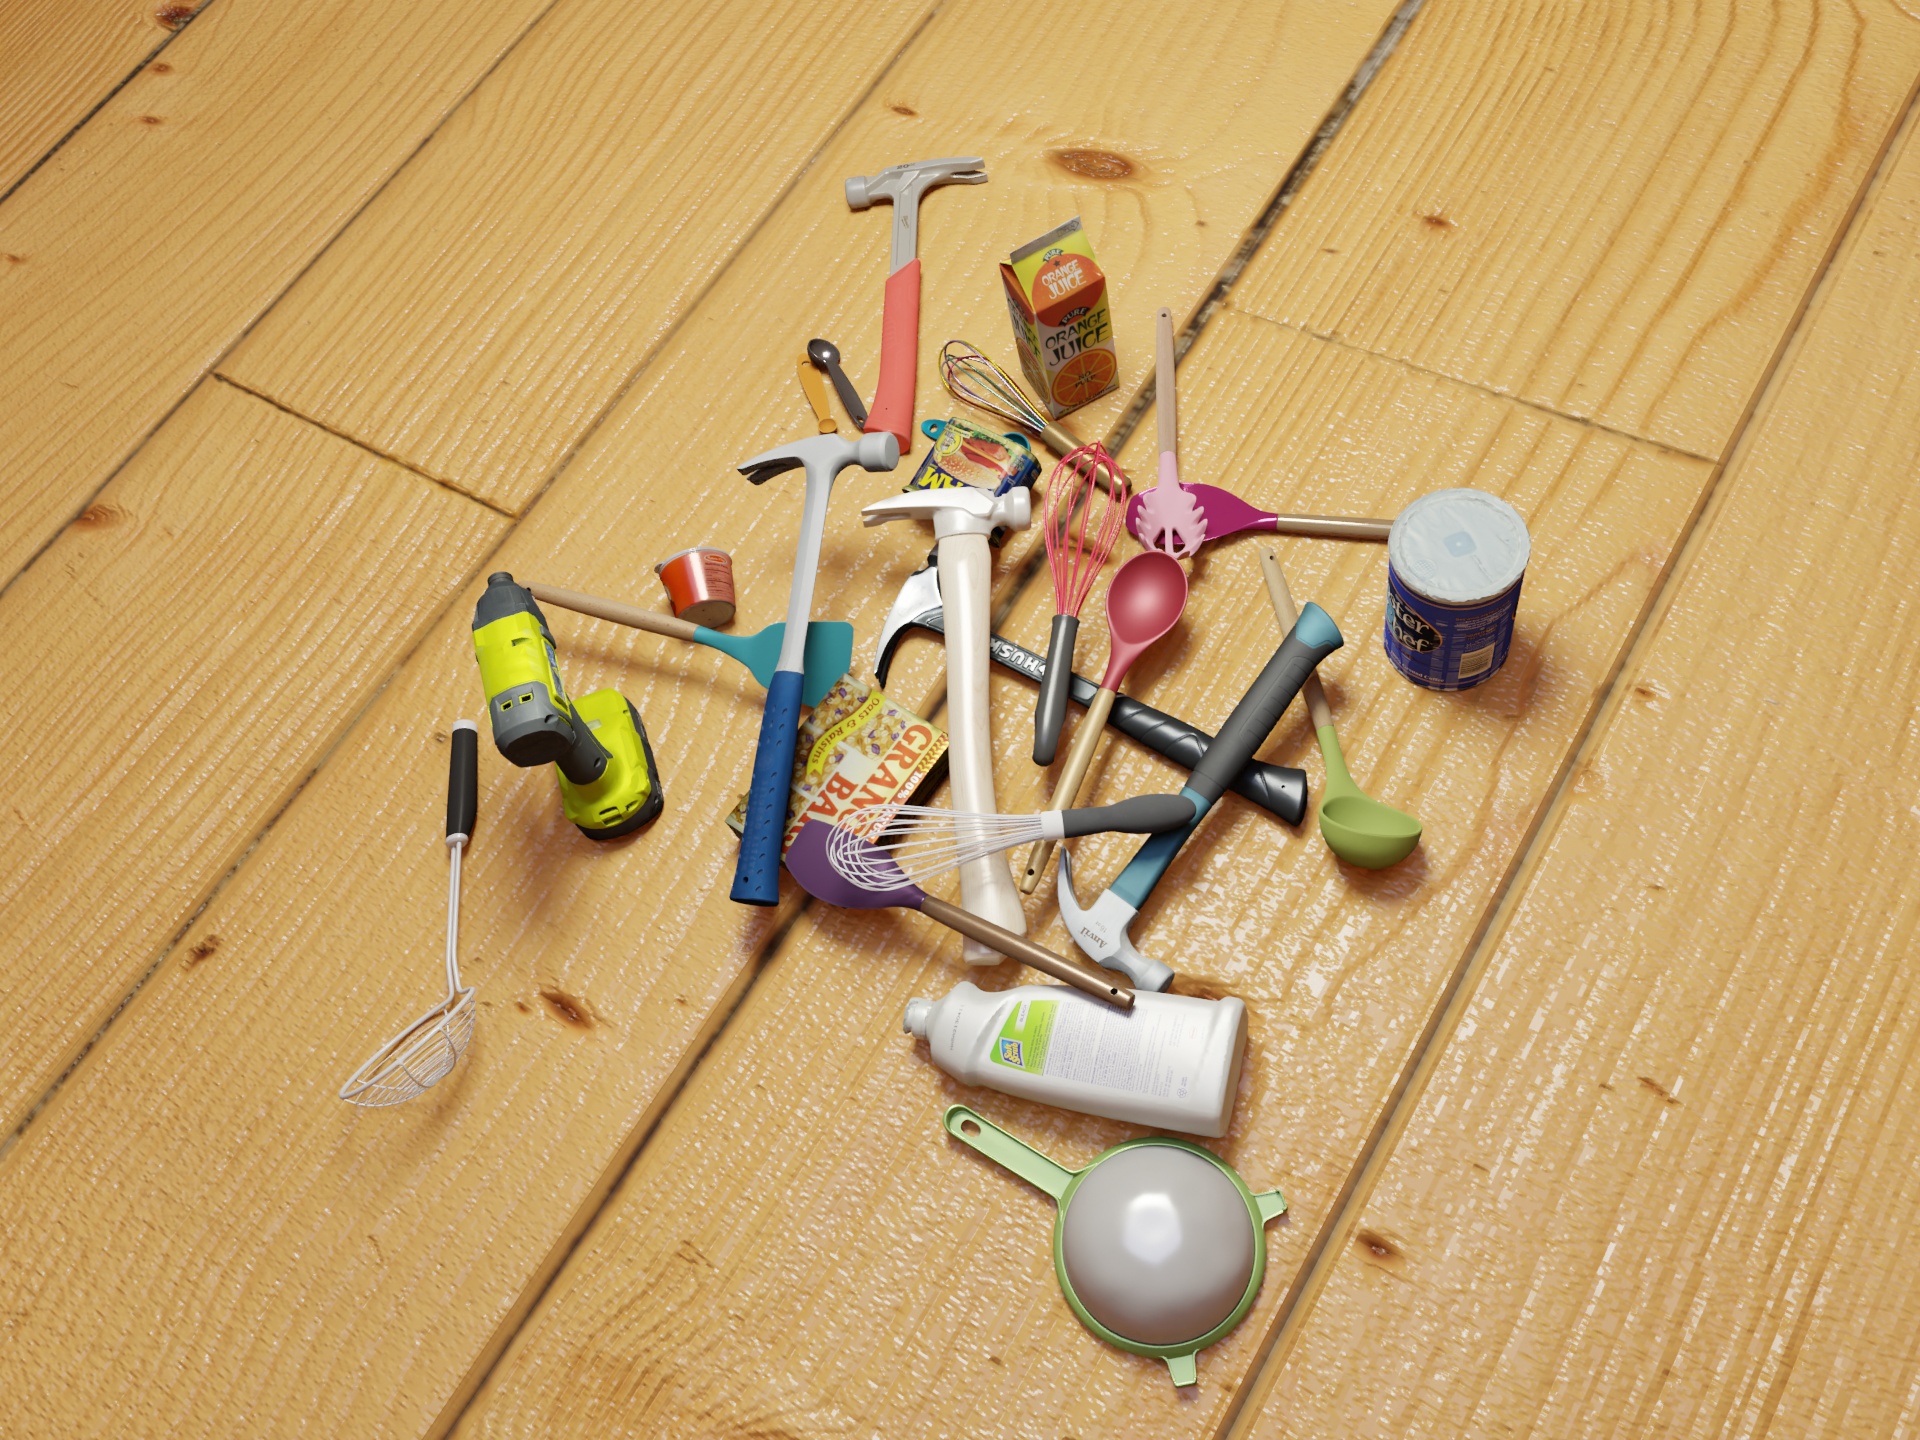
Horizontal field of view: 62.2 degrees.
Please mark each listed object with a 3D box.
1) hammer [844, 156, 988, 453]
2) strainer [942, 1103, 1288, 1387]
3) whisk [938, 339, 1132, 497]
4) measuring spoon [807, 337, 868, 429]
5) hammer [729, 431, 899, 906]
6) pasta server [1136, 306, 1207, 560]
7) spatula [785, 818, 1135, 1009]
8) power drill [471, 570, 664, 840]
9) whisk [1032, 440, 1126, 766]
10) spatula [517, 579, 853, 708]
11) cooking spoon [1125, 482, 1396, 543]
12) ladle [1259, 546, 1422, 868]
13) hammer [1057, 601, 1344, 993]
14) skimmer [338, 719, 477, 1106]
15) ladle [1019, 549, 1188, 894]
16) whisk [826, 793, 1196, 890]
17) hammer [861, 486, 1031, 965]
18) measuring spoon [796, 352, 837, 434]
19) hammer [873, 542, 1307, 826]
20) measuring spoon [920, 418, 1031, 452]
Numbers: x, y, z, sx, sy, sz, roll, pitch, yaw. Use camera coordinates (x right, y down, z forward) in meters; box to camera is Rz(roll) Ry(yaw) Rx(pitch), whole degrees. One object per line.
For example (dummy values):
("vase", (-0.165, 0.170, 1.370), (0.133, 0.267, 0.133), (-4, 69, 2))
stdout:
("hammer", (-0.049, -0.419, 1.582), (0.149, 0.036, 0.359), (-5, 61, 10))
("strainer", (0.091, 0.336, 1.121), (0.256, 0.069, 0.151), (27, 71, 22))
("whisk", (0.066, -0.279, 1.483), (0.245, 0.051, 0.047), (42, 98, 24))
("measuring spoon", (-0.119, -0.326, 1.560), (0.034, 0.018, 0.124), (-8, 59, -36))
("hammer", (-0.145, -0.049, 1.321), (0.144, 0.035, 0.406), (0, 73, 25))
("pasta server", (0.187, -0.264, 1.433), (0.060, 0.040, 0.316), (1, 57, 4))
("spatula", (-0.007, 0.152, 1.219), (0.316, 0.018, 0.060), (21, 72, 28))
("power drill", (-0.329, -0.009, 1.314), (0.080, 0.223, 0.171), (-21, 60, 0))
("whisk", (0.091, -0.102, 1.325), (0.073, 0.073, 0.296), (5, 71, 15))
("spatula", (-0.250, -0.082, 1.408), (0.317, 0.044, 0.082), (16, 104, 16))
("cooking spoon", (0.301, -0.170, 1.378), (0.319, 0.017, 0.069), (6, 61, 16))
("ladle", (0.292, -0.021, 1.279), (0.078, 0.062, 0.320), (1, 55, -17))
("hammer", (0.195, 0.049, 1.242), (0.128, 0.033, 0.331), (34, 83, 22))
("skimmer", (-0.452, 0.147, 1.335), (0.127, 0.090, 0.364), (-31, 51, 32))
("ladle", (0.111, -0.001, 1.283), (0.069, 0.031, 0.315), (15, 67, 23))
("whisk", (0.038, 0.083, 1.214), (0.284, 0.070, 0.070), (-8, 61, 2))
("hammer", (-0.002, -0.004, 1.302), (0.146, 0.038, 0.411), (-4, 68, 2))
("measuring spoon", (-0.142, -0.321, 1.567), (0.021, 0.011, 0.117), (-16, 56, -6))
("hammer", (0.107, -0.017, 1.330), (0.409, 0.036, 0.149), (28, 73, 24))
("measuring spoon", (0.015, -0.259, 1.495), (0.129, 0.021, 0.042), (25, 85, 33))
